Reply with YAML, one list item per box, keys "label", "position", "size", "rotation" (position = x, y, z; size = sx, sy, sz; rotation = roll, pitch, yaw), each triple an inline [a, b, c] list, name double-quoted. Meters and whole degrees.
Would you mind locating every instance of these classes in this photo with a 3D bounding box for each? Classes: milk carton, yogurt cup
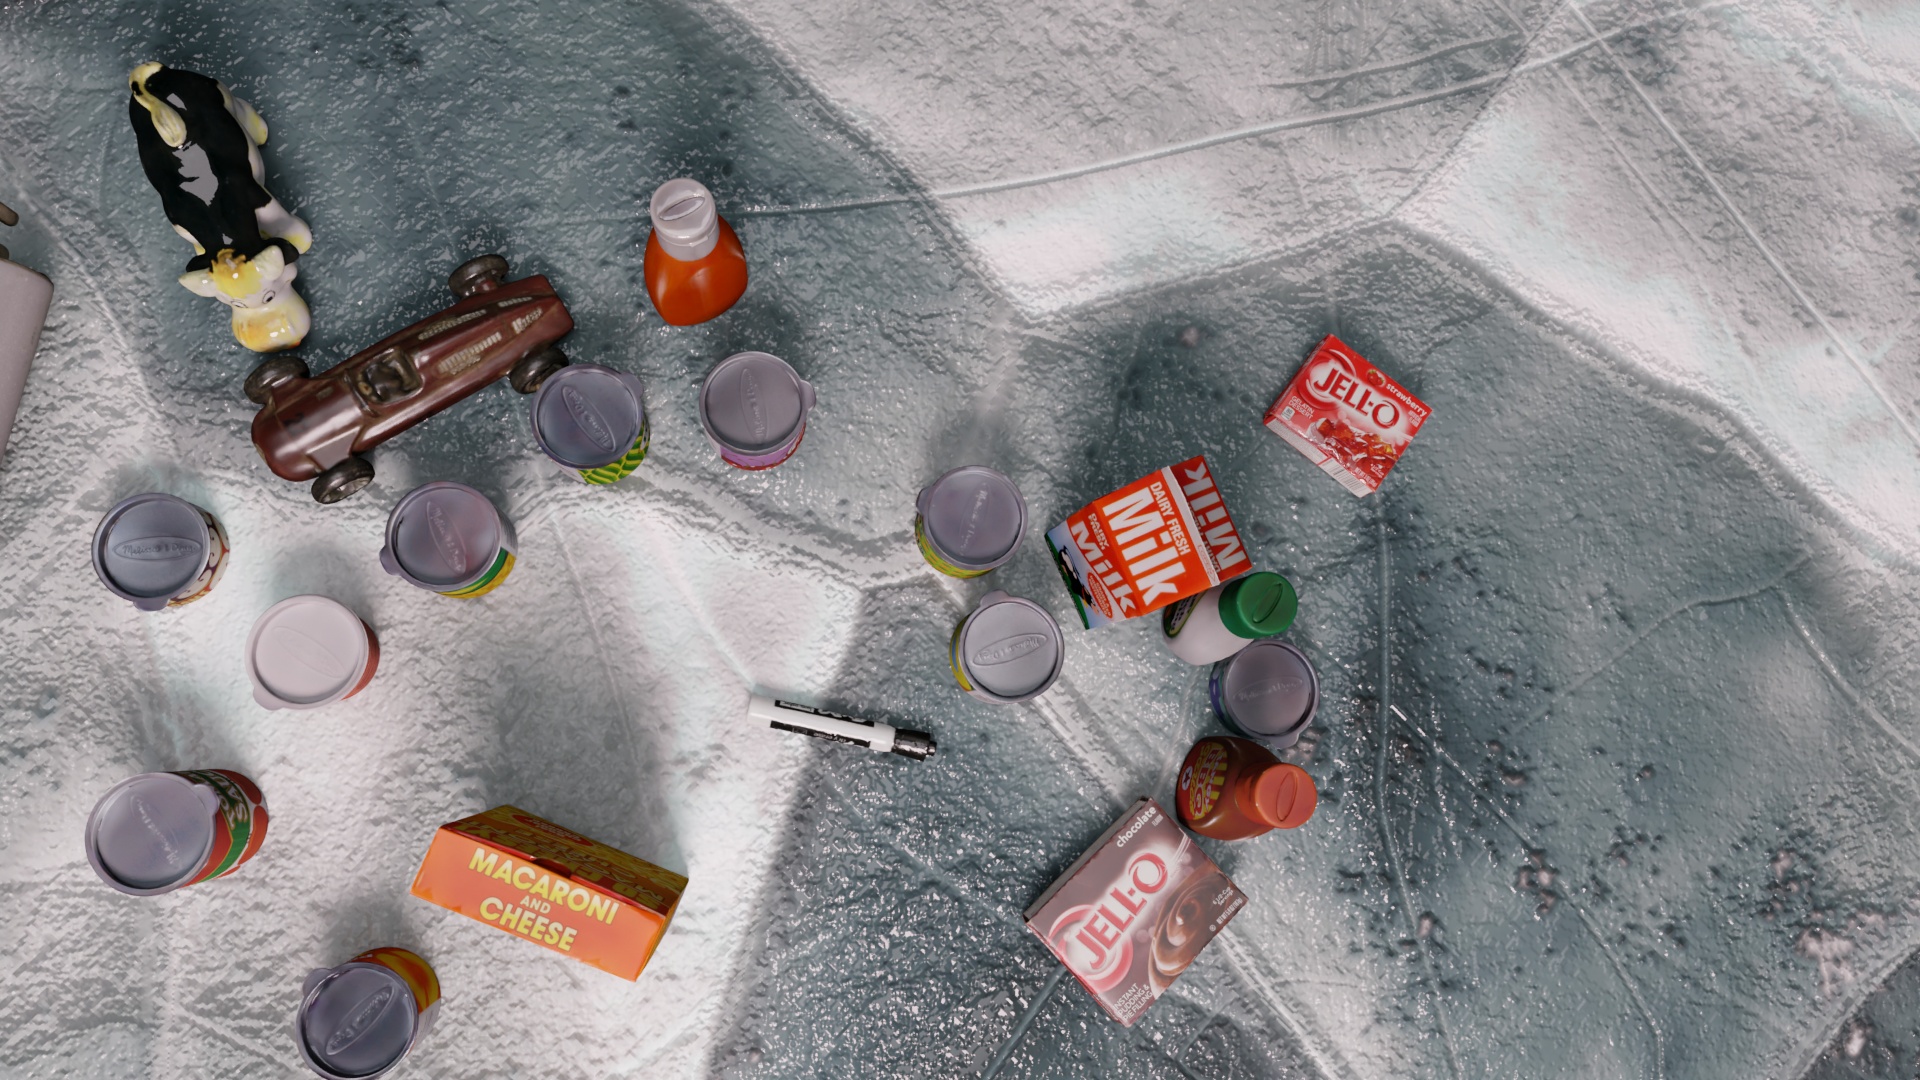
- label: "milk carton"
  position: [0.112, 0.003, 0.830]
  size: [0.073, 0.190, 0.072]
  rotation: [-23, 86, -10]
- label: "yogurt cup"
  position: [-0.381, 0.068, 0.826]
  size: [0.072, 0.054, 0.072]
  rotation: [1, 82, -7]

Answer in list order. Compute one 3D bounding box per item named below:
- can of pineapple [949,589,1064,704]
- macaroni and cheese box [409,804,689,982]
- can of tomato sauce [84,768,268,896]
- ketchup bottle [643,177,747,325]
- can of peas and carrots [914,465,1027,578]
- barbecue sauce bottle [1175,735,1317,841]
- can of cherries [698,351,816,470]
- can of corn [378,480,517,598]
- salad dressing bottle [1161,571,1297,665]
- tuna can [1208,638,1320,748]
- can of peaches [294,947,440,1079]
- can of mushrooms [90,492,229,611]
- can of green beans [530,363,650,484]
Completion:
- label: "can of pineapple"
  position: [0.028, 0.068, 0.877]
  size: [0.071, 0.057, 0.071]
  rotation: [1, 82, -7]
- label: "macaroni and cheese box"
  position: [-0.220, 0.191, 0.772]
  size: [0.124, 0.166, 0.040]
  rotation: [23, 80, -4]
- label: "can of tomato sauce"
  position: [-0.441, 0.162, 0.790]
  size: [0.071, 0.083, 0.071]
  rotation: [1, 82, -7]
- label: "ketchup bottle"
  position: [-0.162, -0.174, 0.842]
  size: [0.065, 0.148, 0.043]
  rotation: [-29, 87, -10]
- label: "can of peas and carrots"
  position: [0.003, -0.011, 0.885]
  size: [0.071, 0.058, 0.071]
  rotation: [1, 82, -7]
- label: "barbecue sauce bottle"
  position: [0.171, 0.151, 0.838]
  size: [0.044, 0.148, 0.065]
  rotation: [18, 80, -4]
- label: "can of cherries"
  position: [-0.128, -0.080, 0.879]
  size: [0.071, 0.058, 0.071]
  rotation: [1, 82, -7]
- label: "can of corn"
  position: [-0.309, 0.002, 0.843]
  size: [0.071, 0.058, 0.071]
  rotation: [1, 82, -7]
- label: "salad dressing bottle"
  position: [0.165, 0.044, 0.853]
  size: [0.044, 0.147, 0.064]
  rotation: [37, 79, -1]
- label: "tuna can"
  position: [0.199, 0.100, 0.907]
  size: [0.071, 0.032, 0.071]
  rotation: [1, 82, -7]
- label: "can of peaches"
  position: [-0.341, 0.270, 0.800]
  size: [0.071, 0.058, 0.071]
  rotation: [1, 82, -7]
- label: "can of mushrooms"
  position: [-0.478, 0.009, 0.832]
  size: [0.071, 0.033, 0.071]
  rotation: [1, 82, -7]
- label: "can of green beans"
  position: [-0.229, -0.071, 0.864]
  size: [0.071, 0.057, 0.071]
  rotation: [1, 82, -7]
